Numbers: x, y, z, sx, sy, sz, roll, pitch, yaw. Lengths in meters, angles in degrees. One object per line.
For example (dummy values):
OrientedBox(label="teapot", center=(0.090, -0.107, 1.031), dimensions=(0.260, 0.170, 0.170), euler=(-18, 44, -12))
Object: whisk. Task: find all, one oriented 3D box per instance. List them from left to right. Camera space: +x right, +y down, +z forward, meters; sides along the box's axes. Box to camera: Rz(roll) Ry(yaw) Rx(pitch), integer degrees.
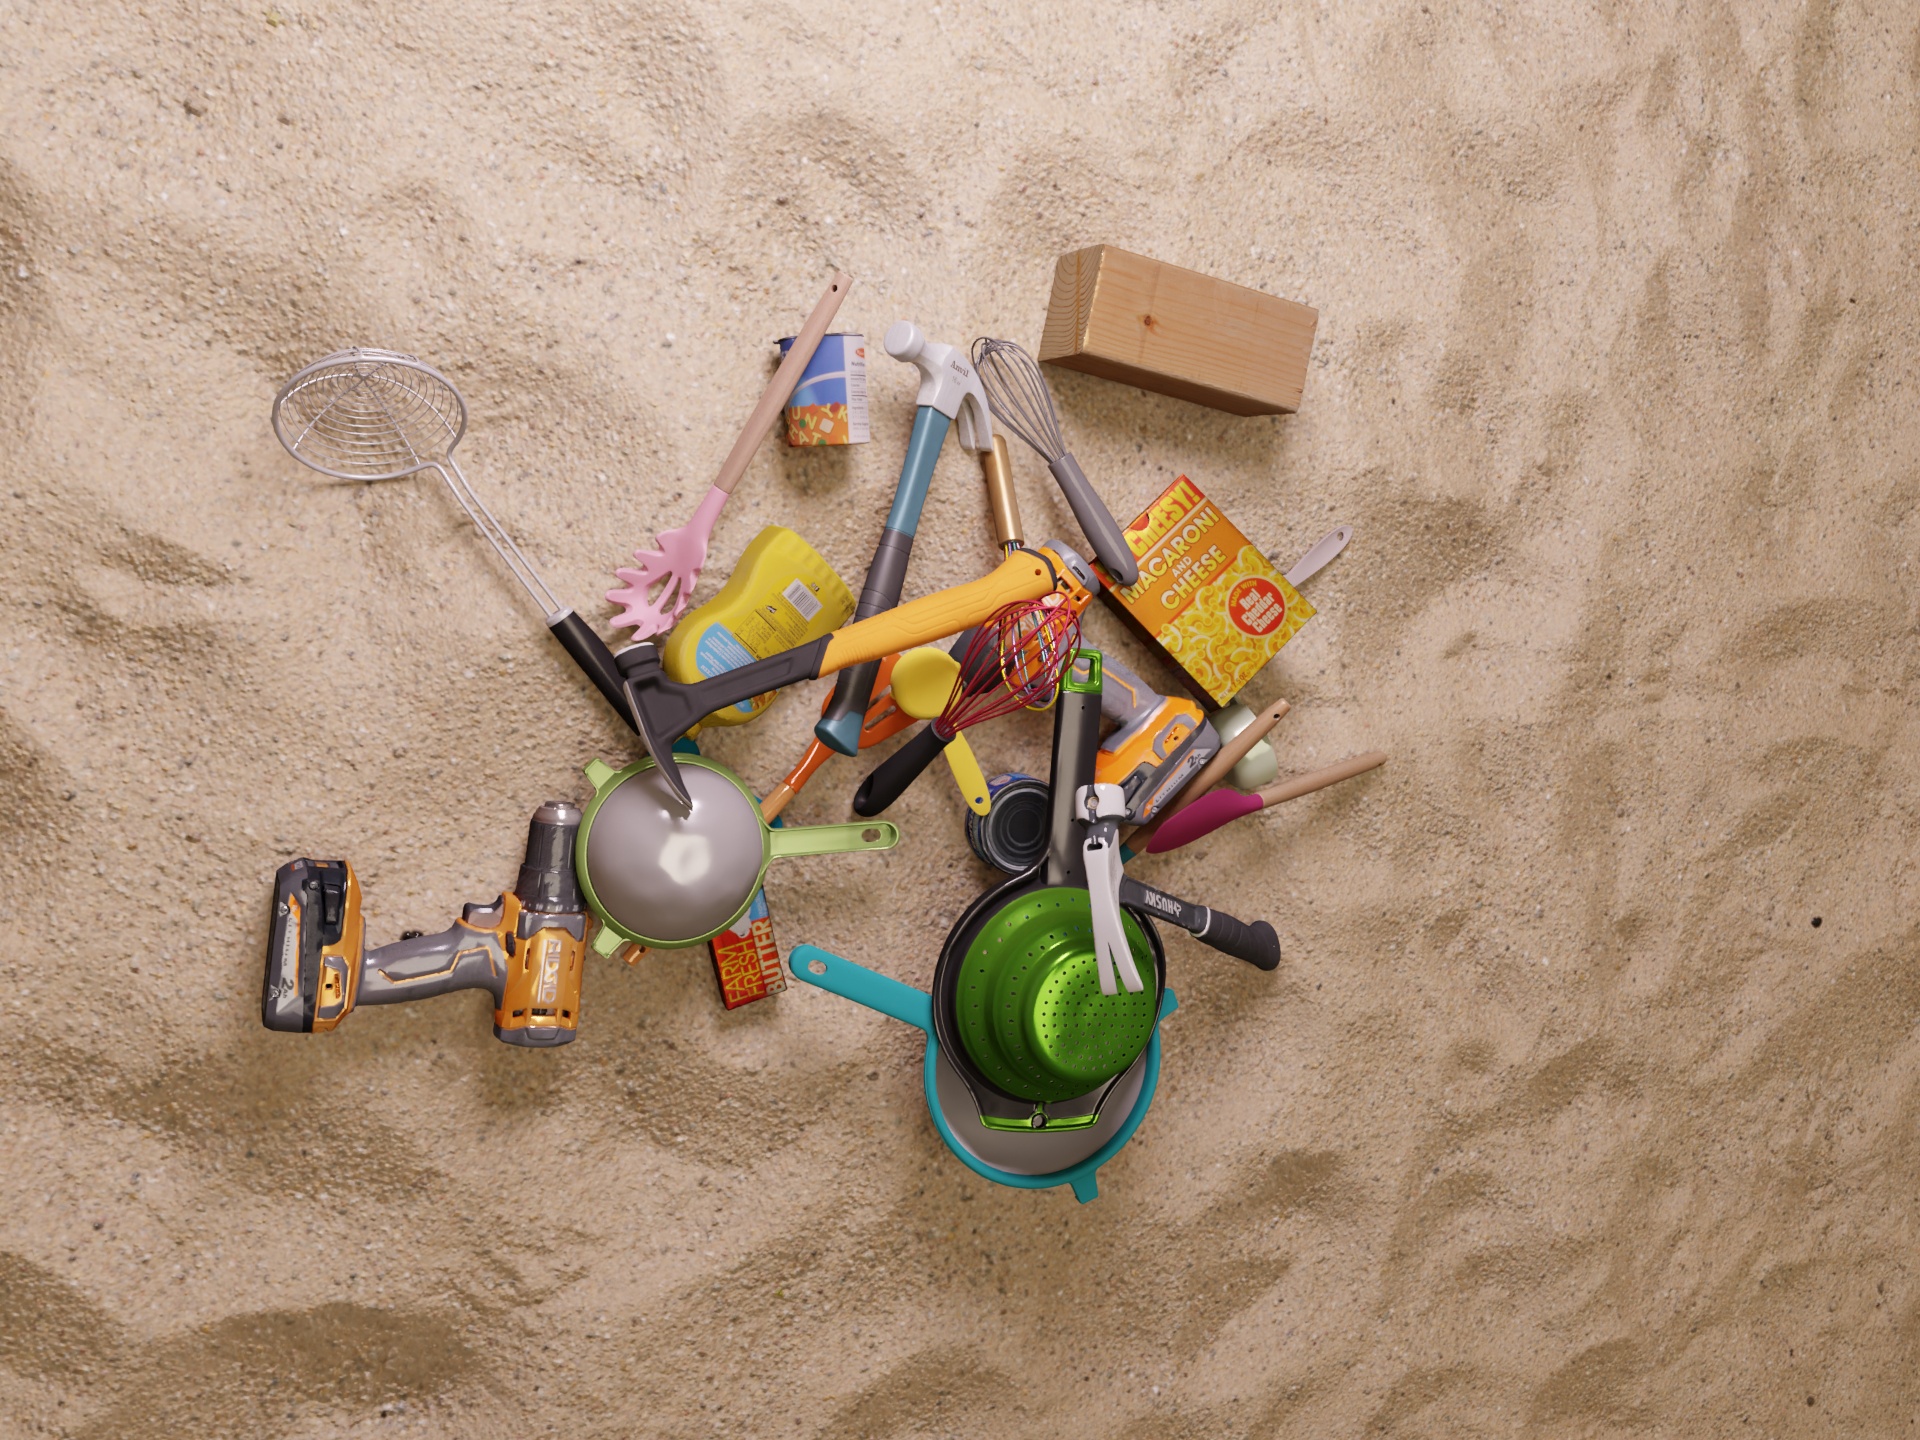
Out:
OrientedBox(label="whisk", center=(-0.002, -0.004, 1.224), dimensions=(0.073, 0.295, 0.073), euler=(23, 46, -25))
OrientedBox(label="whisk", center=(0.042, -0.122, 1.273), dimensions=(0.047, 0.051, 0.245), euler=(-7, 69, -4))
OrientedBox(label="whisk", center=(0.080, -0.212, 1.308), dimensions=(0.055, 0.055, 0.239), euler=(-34, 98, -14))

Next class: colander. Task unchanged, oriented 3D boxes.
OrientedBox(label="colander", center=(0.094, 0.141, 1.258), dimensions=(0.204, 0.094, 0.397), euler=(4, 91, -20))

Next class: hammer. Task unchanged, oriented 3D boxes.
OrientedBox(label="hammer", center=(-0.079, -0.049, 1.190), dimensions=(0.337, 0.034, 0.127), euler=(-21, 82, -13))
OrientedBox(label="hammer", center=(-0.053, -0.134, 1.252), dimensions=(0.128, 0.033, 0.331), euler=(21, 84, -51))
OrientedBox(label="hammer", center=(0.191, 0.166, 1.299), dimensions=(0.408, 0.036, 0.149), euler=(29, 54, -58))

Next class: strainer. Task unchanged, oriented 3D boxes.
OrientedBox(label="strainer", center=(-0.159, 0.098, 1.213), dimensions=(0.256, 0.069, 0.151), euler=(-3, 92, -22))
OrientedBox(label="strainer", center=(0.002, 0.254, 1.333), dimensions=(0.340, 0.095, 0.211), euler=(26, 84, -17))

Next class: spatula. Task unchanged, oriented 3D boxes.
OrientedBox(label="spatula", center=(-0.150, 0.071, 1.265), dimensions=(0.322, 0.041, 0.081), euler=(-48, 110, -17))
OrientedBox(label="spatula", center=(0.169, 0.099, 1.371), dimensions=(0.082, 0.044, 0.317), euler=(39, 104, -21))

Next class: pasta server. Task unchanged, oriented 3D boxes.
OrientedBox(label="pasta server", center=(-0.169, -0.199, 1.199), dimensions=(0.060, 0.040, 0.316), euler=(34, 100, 11))

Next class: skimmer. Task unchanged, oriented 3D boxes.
OrientedBox(label="skimmer", center=(-0.339, -0.111, 1.153), dimensions=(0.127, 0.090, 0.363), euler=(-28, 112, 19))

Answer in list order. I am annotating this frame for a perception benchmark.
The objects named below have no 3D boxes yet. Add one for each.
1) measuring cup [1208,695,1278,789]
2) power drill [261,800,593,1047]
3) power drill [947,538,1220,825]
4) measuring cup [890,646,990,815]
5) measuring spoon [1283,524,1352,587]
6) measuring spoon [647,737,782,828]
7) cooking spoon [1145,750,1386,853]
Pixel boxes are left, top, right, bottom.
OrientedBox(label="measuring cup", center=(0.224, -0.015, 1.404), dimensions=(0.038, 0.083, 0.167), euler=(-28, 90, -7))
OrientedBox(label="power drill", center=(-0.386, 0.146, 1.176), dimensions=(0.226, 0.084, 0.185), euler=(6, 92, -26))
OrientedBox(label="power drill", center=(0.094, -0.017, 1.340), dimensions=(0.164, 0.084, 0.226), euler=(-45, 106, -8))
OrientedBox(label="measuring cup", center=(-0.008, 0.015, 1.289), dimensions=(0.062, 0.029, 0.156), euler=(-24, 109, 1))
OrientedBox(label="measuring spoon", center=(0.311, -0.140, 1.445), dimensions=(0.124, 0.018, 0.034), euler=(-39, 109, -20))
OrientedBox(label="measuring spoon", center=(-0.191, 0.054, 1.267), dimensions=(0.128, 0.021, 0.042), euler=(36, 83, -21))
OrientedBox(label="cooking spoon", center=(0.277, 0.066, 1.398), dimensions=(0.319, 0.017, 0.068), euler=(-15, 144, -39))
